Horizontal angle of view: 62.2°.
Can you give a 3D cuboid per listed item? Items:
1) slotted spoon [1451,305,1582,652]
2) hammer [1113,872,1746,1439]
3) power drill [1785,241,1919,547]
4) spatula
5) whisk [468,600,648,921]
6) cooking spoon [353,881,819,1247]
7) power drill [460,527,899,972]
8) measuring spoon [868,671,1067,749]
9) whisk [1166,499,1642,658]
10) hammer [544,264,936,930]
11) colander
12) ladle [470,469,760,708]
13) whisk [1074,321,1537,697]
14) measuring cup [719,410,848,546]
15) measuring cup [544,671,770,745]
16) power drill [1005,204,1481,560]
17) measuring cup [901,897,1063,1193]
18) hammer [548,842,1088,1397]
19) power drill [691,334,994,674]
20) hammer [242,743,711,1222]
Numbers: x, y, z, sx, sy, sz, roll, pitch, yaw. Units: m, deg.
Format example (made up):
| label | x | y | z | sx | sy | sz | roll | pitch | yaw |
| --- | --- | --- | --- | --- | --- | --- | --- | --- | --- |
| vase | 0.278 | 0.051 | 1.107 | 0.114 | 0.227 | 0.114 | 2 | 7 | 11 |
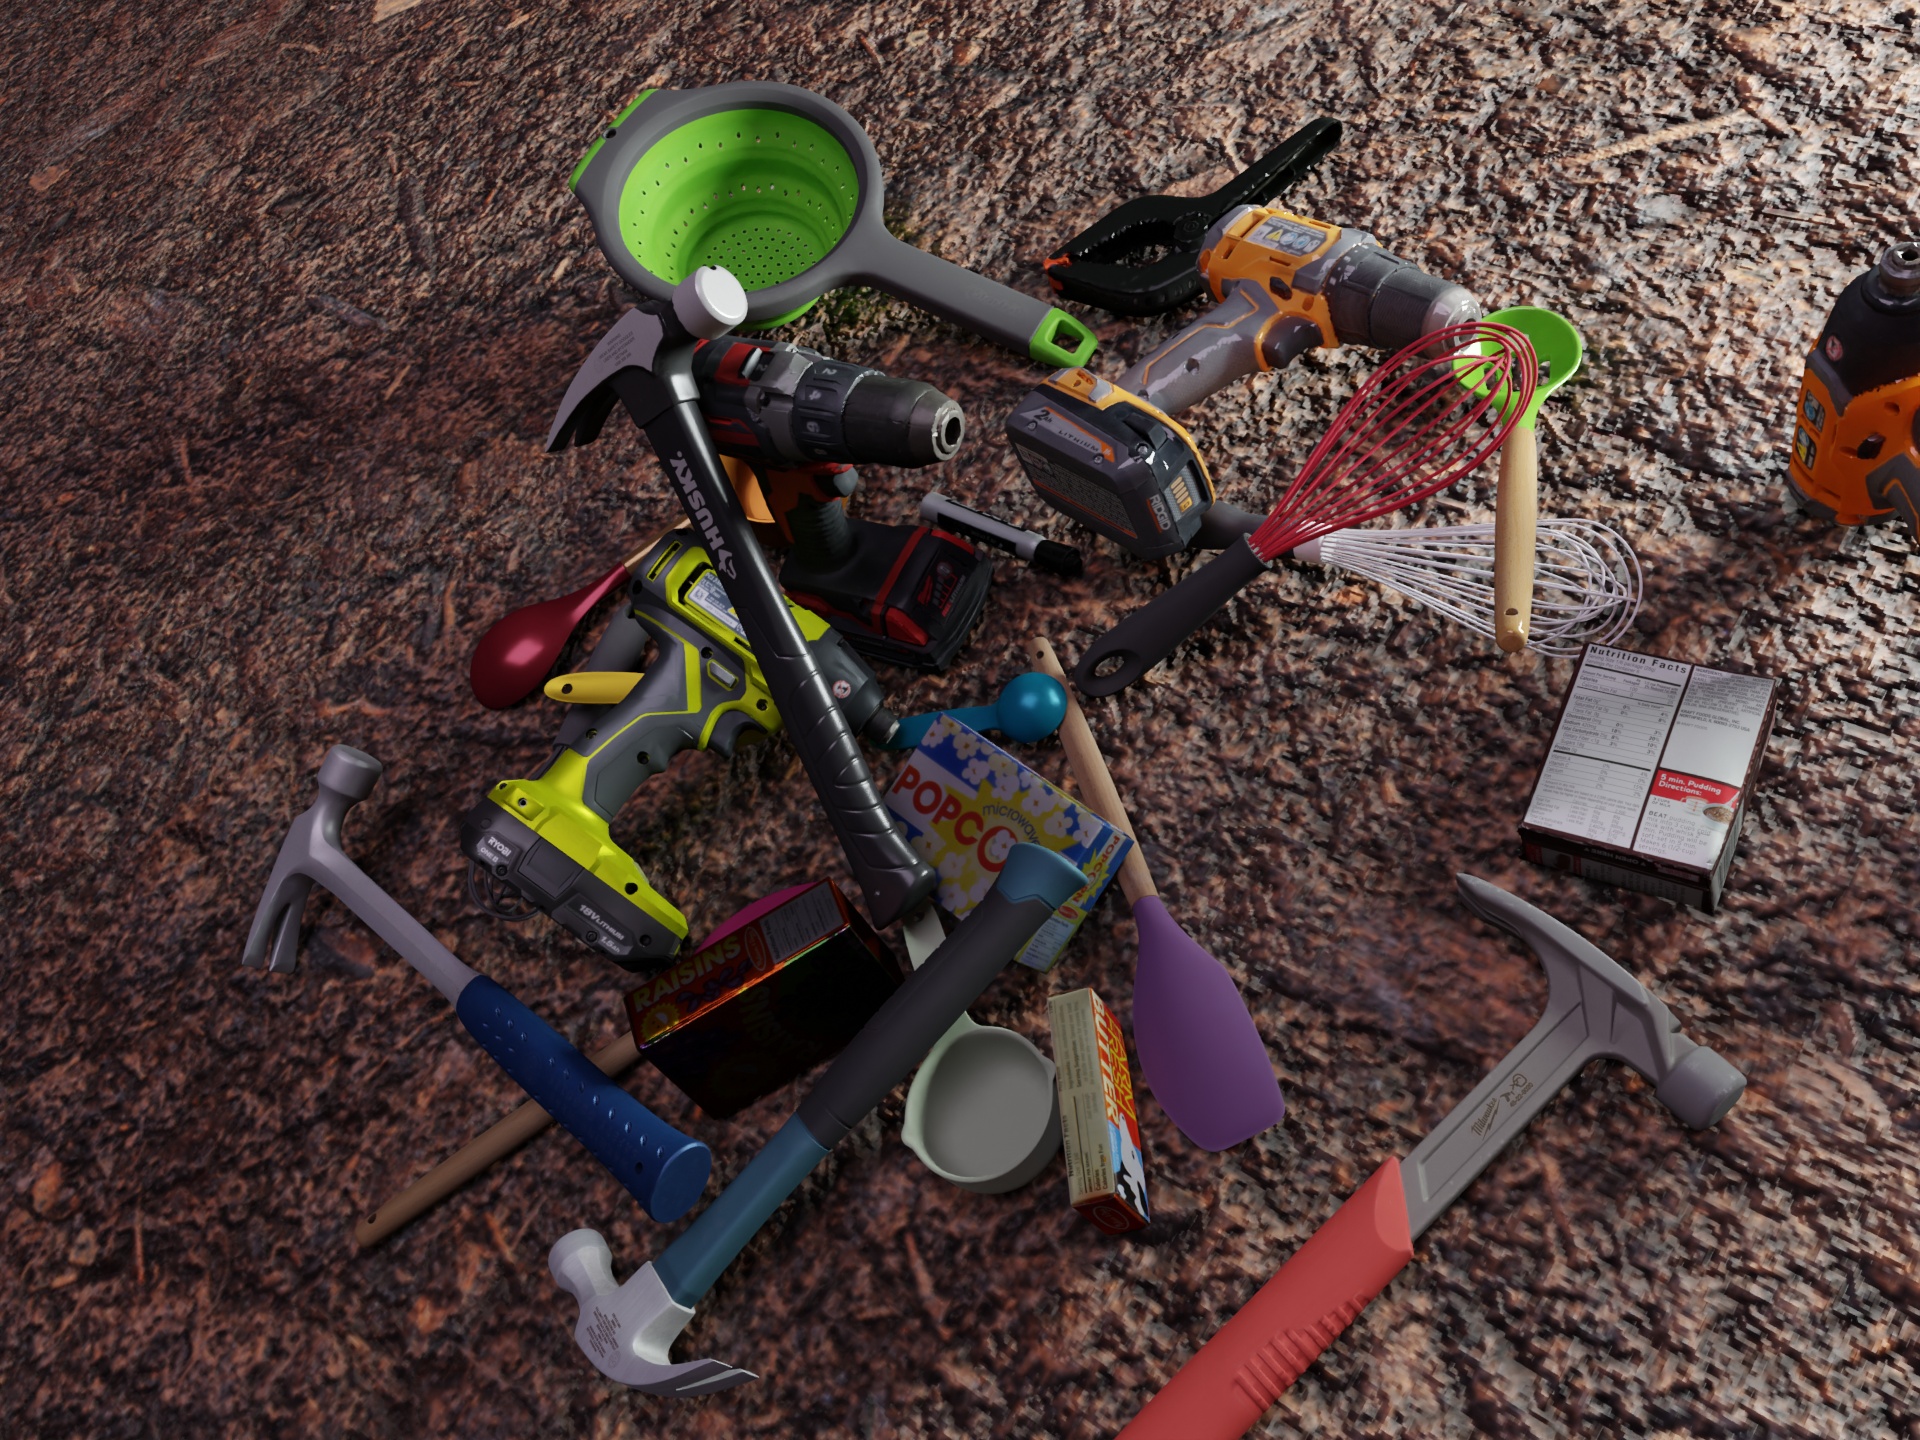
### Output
| label | x | y | z | sx | sy | sz | roll | pitch | yaw |
| --- | --- | --- | --- | --- | --- | --- | --- | --- | --- |
| slotted spoon | 0.285 | -0.131 | 0.819 | 0.070 | 0.031 | 0.314 | -2 | 38 | 22 |
| hammer | 0.158 | 0.229 | 0.687 | 0.359 | 0.036 | 0.149 | -42 | 53 | -8 |
| power drill | 0.450 | -0.096 | 0.700 | 0.084 | 0.164 | 0.227 | -22 | 55 | 7 |
| spatula | 0.086 | 0.075 | 0.829 | 0.060 | 0.018 | 0.316 | -29 | 52 | 13 |
| whisk | -0.239 | 0.019 | 0.985 | 0.055 | 0.055 | 0.239 | 2 | 55 | 24 |
| cooking spoon | -0.196 | 0.190 | 0.870 | 0.319 | 0.017 | 0.069 | -35 | 43 | -2 |
| power drill | -0.156 | 0.024 | 0.898 | 0.171 | 0.080 | 0.223 | 35 | 78 | 3 |
| measuring spoon | -0.001 | -0.003 | 0.902 | 0.128 | 0.021 | 0.042 | -11 | 58 | 27 |
| whisk | 0.222 | -0.092 | 0.861 | 0.285 | 0.070 | 0.070 | 17 | 66 | 35 |
| hammer | -0.102 | -0.047 | 0.814 | 0.146 | 0.335 | 0.035 | -23 | 3 | 39 |
| colander | -0.083 | -0.314 | 1.123 | 0.397 | 0.094 | 0.204 | 28 | 71 | 15 |
| ladle | -0.202 | -0.115 | 1.069 | 0.315 | 0.031 | 0.069 | -36 | 54 | -5 |
| whisk | 0.171 | -0.102 | 0.834 | 0.296 | 0.073 | 0.073 | -39 | 48 | 26 |
| measuring cup | -0.141 | -0.186 | 1.048 | 0.095 | 0.052 | 0.174 | -38 | 68 | -7 |
| measuring cup | -0.179 | -0.013 | 0.976 | 0.156 | 0.029 | 0.062 | 2 | 64 | 14 |
| power drill | 0.160 | -0.193 | 0.895 | 0.226 | 0.084 | 0.186 | -43 | 45 | -10 |
| measuring cup | 0.003 | 0.159 | 0.798 | 0.083 | 0.038 | 0.168 | -28 | 48 | 8 |
| hammer | -0.063 | 0.187 | 0.770 | 0.331 | 0.033 | 0.128 | -48 | 43 | -2 |
| power drill | -0.055 | -0.121 | 0.883 | 0.188 | 0.226 | 0.080 | 15 | 66 | 30 |
| hammer | -0.276 | 0.152 | 0.874 | 0.406 | 0.035 | 0.144 | 27 | 91 | 38 |
